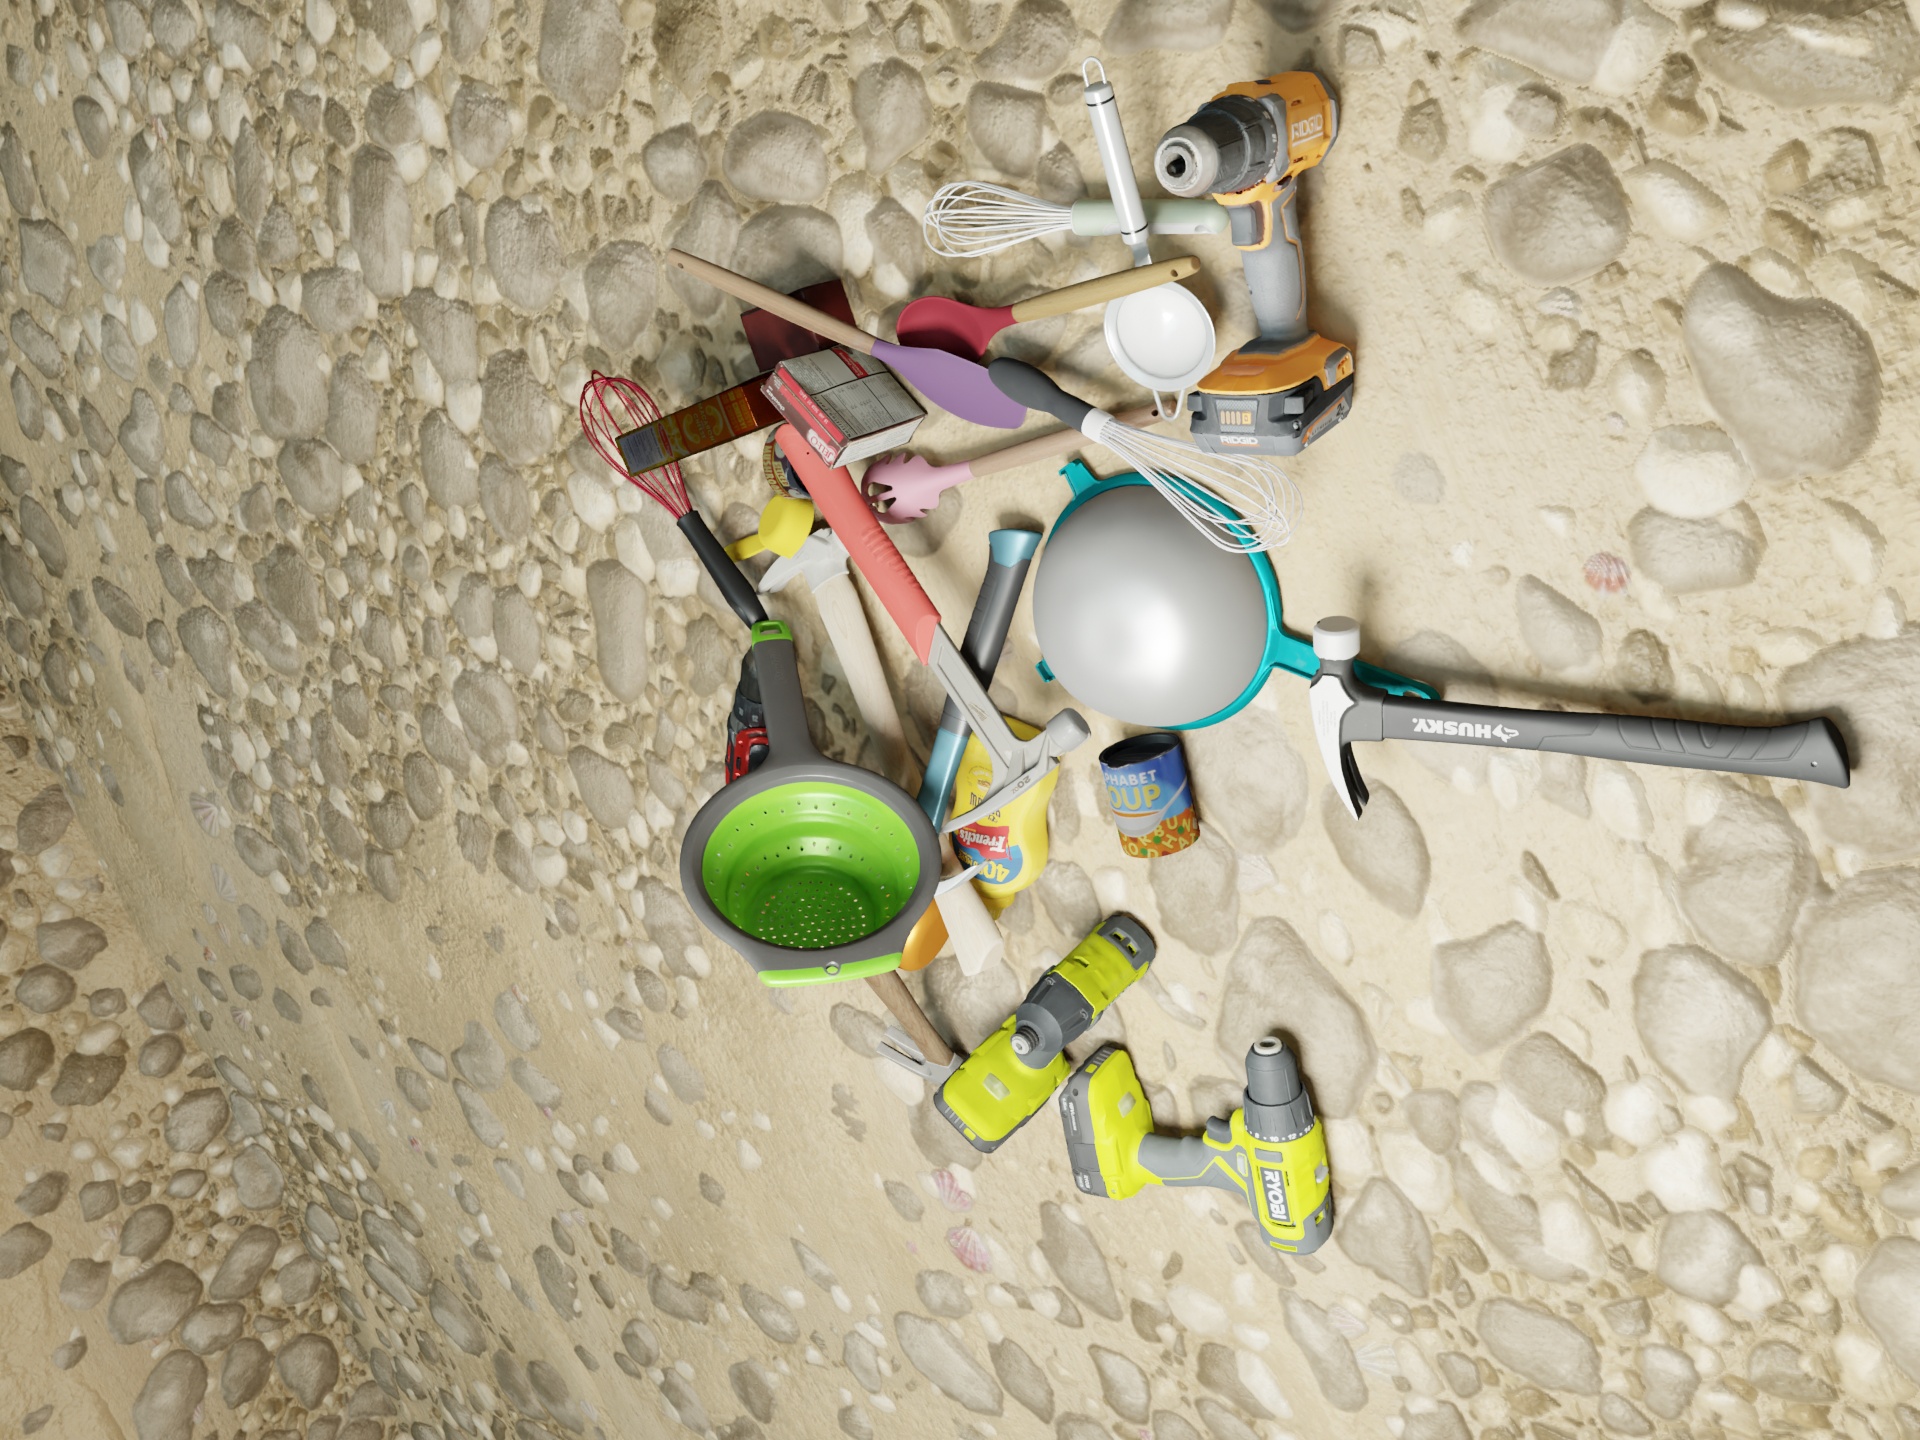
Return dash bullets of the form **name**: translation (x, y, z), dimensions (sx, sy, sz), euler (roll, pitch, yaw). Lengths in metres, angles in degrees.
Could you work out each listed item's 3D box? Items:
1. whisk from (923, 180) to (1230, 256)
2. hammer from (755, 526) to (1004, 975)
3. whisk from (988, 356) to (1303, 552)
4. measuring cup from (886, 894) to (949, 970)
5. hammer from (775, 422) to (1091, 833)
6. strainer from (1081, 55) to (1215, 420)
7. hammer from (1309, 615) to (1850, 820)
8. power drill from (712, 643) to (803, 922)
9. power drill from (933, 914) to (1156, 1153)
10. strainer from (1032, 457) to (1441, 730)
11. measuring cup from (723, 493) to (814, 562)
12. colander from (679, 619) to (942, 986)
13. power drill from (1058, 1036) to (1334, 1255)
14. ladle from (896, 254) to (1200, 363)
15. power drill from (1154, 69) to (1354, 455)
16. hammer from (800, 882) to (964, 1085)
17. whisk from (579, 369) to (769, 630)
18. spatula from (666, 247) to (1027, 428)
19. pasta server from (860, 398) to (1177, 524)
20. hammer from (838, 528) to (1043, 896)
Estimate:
- **whisk**: translation (0.078, -0.362, 1.148), dimensions (0.246, 0.057, 0.059), euler (10, 87, 30)
- **hammer**: translation (-0.064, 0.031, 1.405), dimensions (0.146, 0.038, 0.411), euler (-28, 81, 44)
- **whisk**: translation (0.125, -0.200, 1.156), dimensions (0.285, 0.070, 0.070), euler (35, 129, 29)
- **measuring cup**: translation (-0.046, 0.168, 1.447), dimensions (0.052, 0.095, 0.173), euler (29, 156, 21)
- **hammer**: translation (-0.050, -0.089, 1.293), dimensions (0.149, 0.036, 0.359), euler (-37, 80, 21)
- **strainer**: translation (0.124, -0.328, 1.091), dimensions (0.087, 0.050, 0.258), euler (7, 135, 33)
- **hammer**: translation (0.400, 0.013, 1.054), dimensions (0.335, 0.035, 0.146), euler (6, 120, 27)
- **power drill**: translation (-0.184, 0.056, 1.453), dimensions (0.080, 0.227, 0.187), euler (3, 133, -10)
- **power drill**: translation (0.066, 0.279, 1.388), dimensions (0.080, 0.171, 0.223), euler (43, 134, 13)
- **strainer**: translation (0.181, -0.054, 1.182), dimensions (0.341, 0.095, 0.210), euler (24, 124, 29)
- **measuring cup**: translation (-0.188, -0.169, 1.448), dimensions (0.156, 0.029, 0.062), euler (-13, 62, 49)
- **colander**: translation (-0.135, 0.077, 1.329), dimensions (0.094, 0.204, 0.398), euler (95, 165, -46)
- **power drill**: translation (0.205, 0.352, 1.378), dimensions (0.228, 0.080, 0.190), euler (1, 112, 35)
- **ladle**: translation (0.058, -0.301, 1.156), dimensions (0.315, 0.031, 0.069), euler (3, 139, 53)
- **power drill**: translation (0.185, -0.285, 1.009), dimensions (0.084, 0.185, 0.226), euler (9, 120, 33)
- **hammer**: translation (-0.065, 0.251, 1.474), dimensions (0.130, 0.031, 0.331), euler (6, 142, 35)
- **whisk**: translation (-0.263, -0.202, 1.466), dimensions (0.296, 0.073, 0.073), euler (55, 133, 7)
- **spatula**: translation (-0.092, -0.306, 1.265), dimensions (0.316, 0.018, 0.059), euler (25, 144, 4)
- **pasta server**: translation (0.037, -0.210, 1.269), dimensions (0.316, 0.040, 0.060), euler (-11, 105, 37)
- **hammer**: translation (-0.002, -0.004, 1.319), dimensions (0.128, 0.033, 0.331), euler (23, 104, 21)
